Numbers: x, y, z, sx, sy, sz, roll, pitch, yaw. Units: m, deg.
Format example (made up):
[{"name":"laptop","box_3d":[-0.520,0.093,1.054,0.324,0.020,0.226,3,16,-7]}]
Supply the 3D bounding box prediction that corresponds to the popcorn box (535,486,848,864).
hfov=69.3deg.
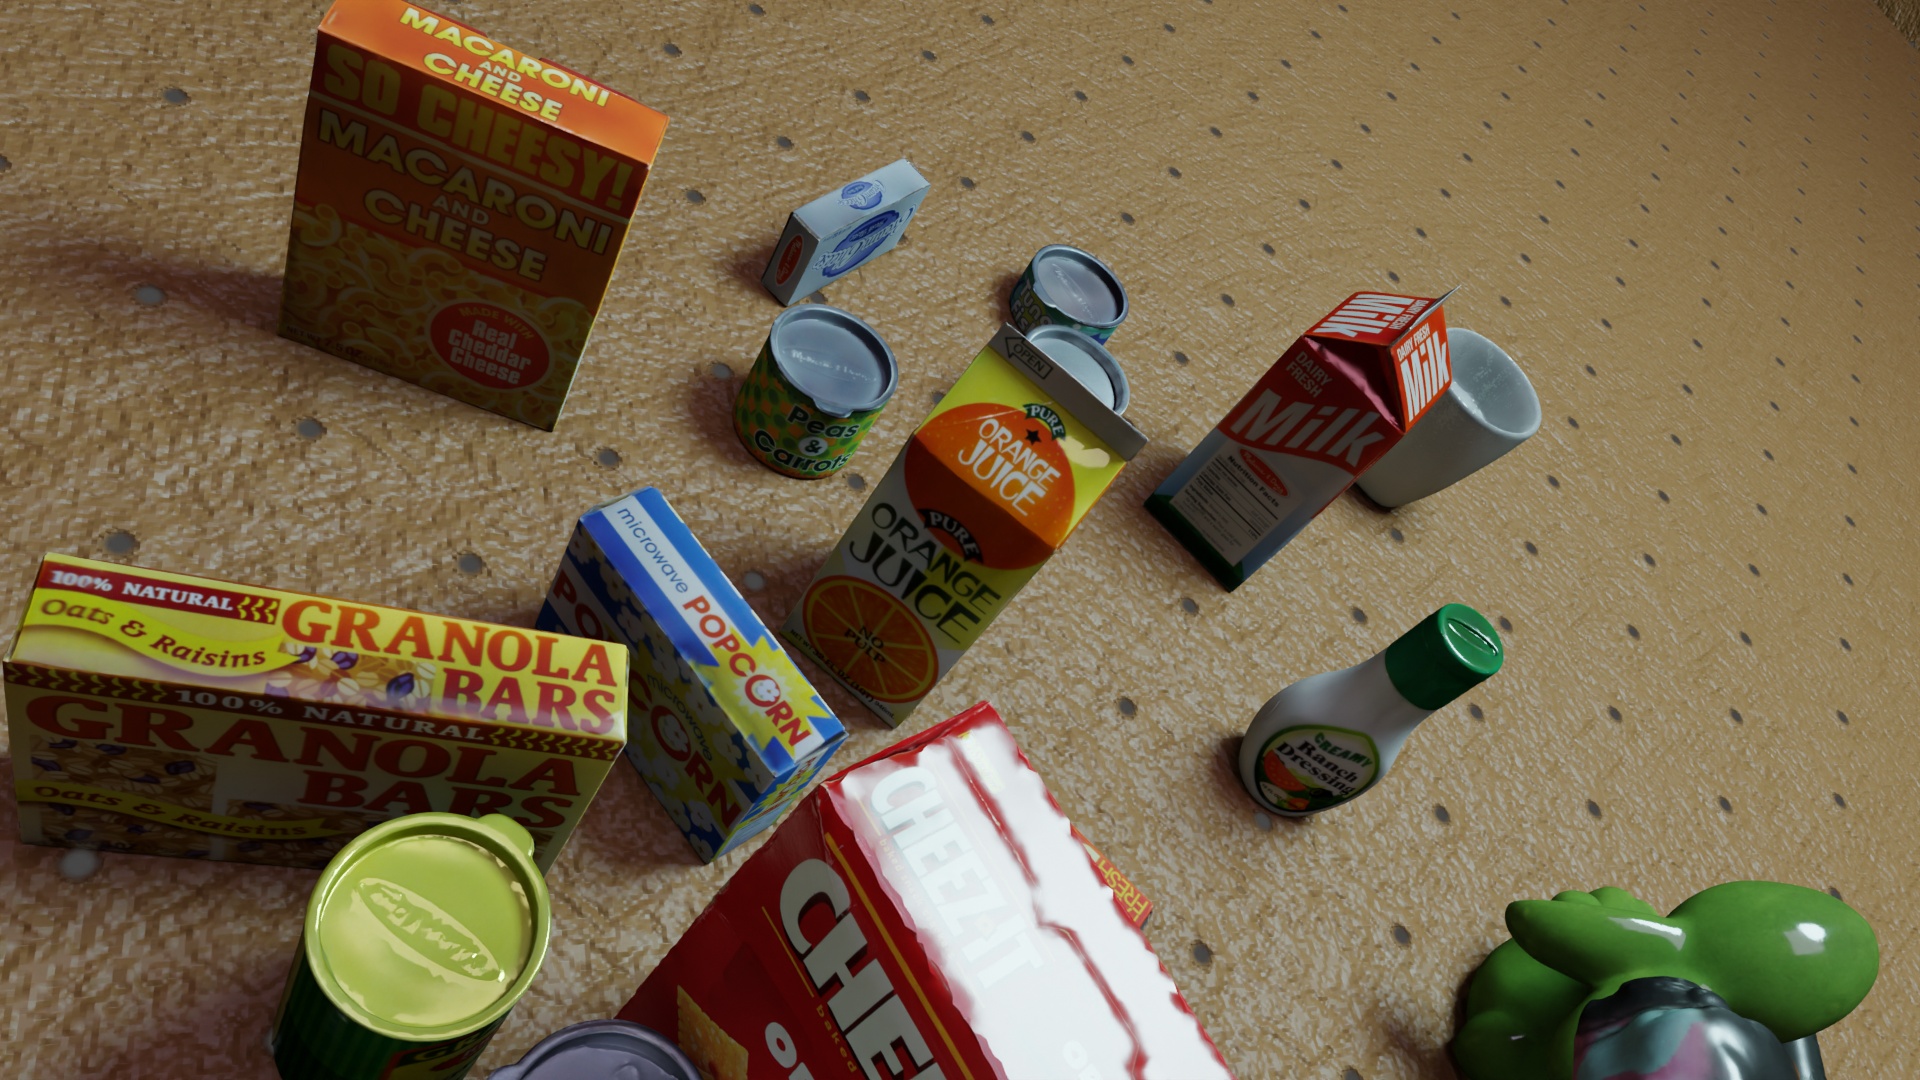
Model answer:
[{"name":"popcorn box","box_3d":[-0.109,0.053,0.544,0.038,0.084,0.127,-29,74,-42]}]

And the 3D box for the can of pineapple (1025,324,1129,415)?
[{"name":"can of pineapple","box_3d":[0.048,-0.074,0.756,0.071,0.057,0.071,16,49,-20]}]

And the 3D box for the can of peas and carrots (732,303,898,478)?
[{"name":"can of peas and carrots","box_3d":[-0.072,-0.070,0.680,0.071,0.058,0.071,16,49,-20]}]

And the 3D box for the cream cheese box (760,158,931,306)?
[{"name":"cream cheese box","box_3d":[-0.063,-0.171,0.767,0.024,0.053,0.104,44,46,6]}]

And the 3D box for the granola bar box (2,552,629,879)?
[{"name":"granola bar box","box_3d":[-0.205,0.065,0.449,0.166,0.123,0.039,12,51,-24]}]

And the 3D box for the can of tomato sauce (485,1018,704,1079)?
[{"name":"can of tomato sauce","box_3d":[-0.122,0.193,0.429,0.071,0.082,0.071,16,49,-20]}]

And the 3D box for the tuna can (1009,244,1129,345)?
[{"name":"tuna can","box_3d":[0.063,-0.143,0.836,0.071,0.032,0.071,16,49,-20]}]

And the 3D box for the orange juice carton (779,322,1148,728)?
[{"name":"orange juice carton","box_3d":[0.002,-0.007,0.583,0.072,0.191,0.073,40,46,1]}]

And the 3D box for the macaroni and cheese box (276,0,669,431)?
[{"name":"macaroni and cheese box","box_3d":[-0.204,-0.128,0.570,0.124,0.165,0.040,20,48,-17]}]

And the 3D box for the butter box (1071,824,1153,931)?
[{"name":"butter box","box_3d":[0.027,0.135,0.585,0.103,0.053,0.024,44,46,6]}]

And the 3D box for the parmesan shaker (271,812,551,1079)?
[{"name":"parmesan shaker","box_3d":[-0.170,0.134,0.431,0.071,0.102,0.072,16,49,-20]}]

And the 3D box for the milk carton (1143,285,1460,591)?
[{"name":"milk carton","box_3d":[0.189,-0.062,0.740,0.073,0.189,0.073,46,46,7]}]

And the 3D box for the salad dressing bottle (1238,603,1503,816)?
[{"name":"salad dressing bottle","box_3d":[0.192,0.081,0.661,0.064,0.147,0.044,34,46,-5]}]
